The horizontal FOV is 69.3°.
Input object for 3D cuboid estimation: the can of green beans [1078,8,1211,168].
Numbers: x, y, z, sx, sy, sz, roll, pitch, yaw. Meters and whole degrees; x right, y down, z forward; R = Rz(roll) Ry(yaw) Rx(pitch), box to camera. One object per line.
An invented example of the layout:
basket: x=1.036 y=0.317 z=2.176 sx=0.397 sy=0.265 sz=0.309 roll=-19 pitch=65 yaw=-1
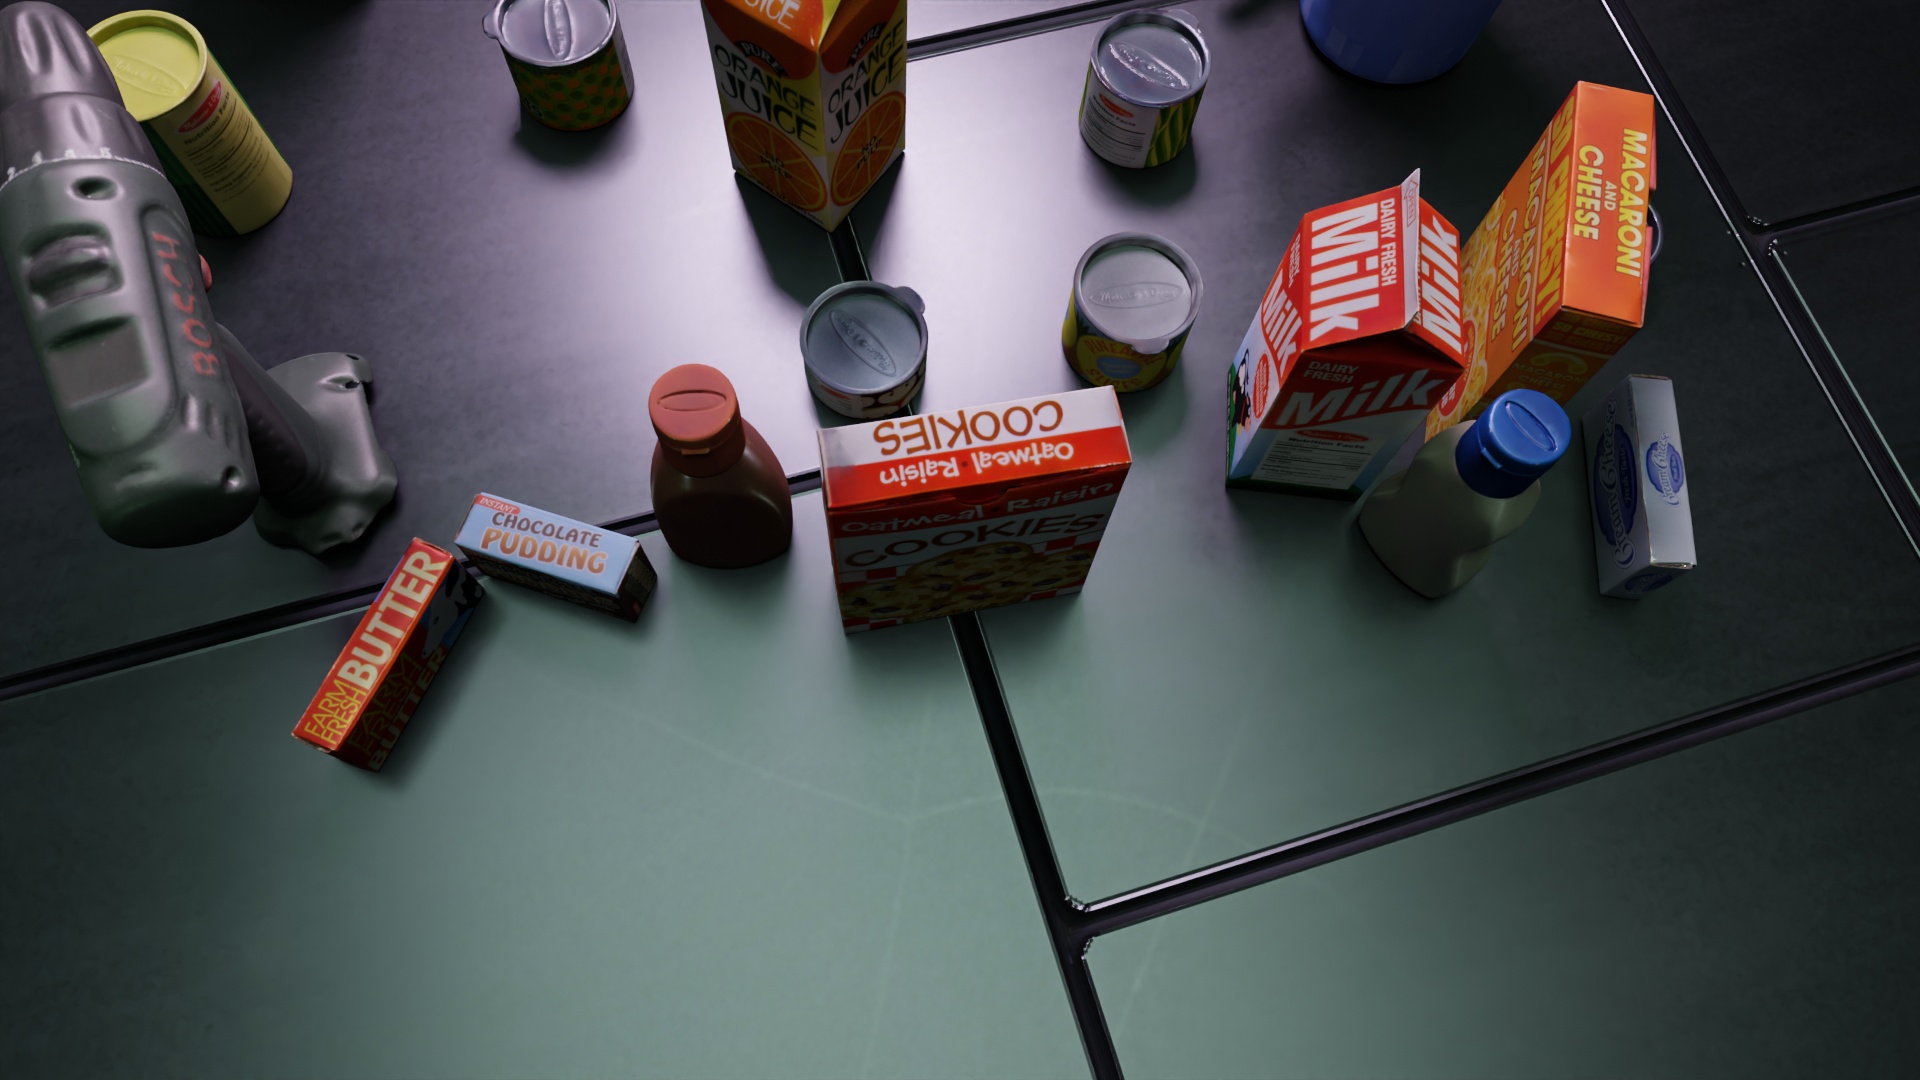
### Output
can of green beans: x=0.102 y=-0.252 z=0.779 sx=0.071 sy=0.057 sz=0.071 roll=1 pitch=69 yaw=-2

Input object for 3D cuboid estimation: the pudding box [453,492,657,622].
pudding box: x=-0.193 y=0.008 z=0.669 sx=0.084 sy=0.049 sz=0.030 roll=17 pitch=70 yaw=4

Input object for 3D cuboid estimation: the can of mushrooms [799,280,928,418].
can of mushrooms: x=-0.048 y=-0.101 z=0.726 sx=0.071 sy=0.033 sz=0.071 roll=1 pitch=69 yaw=-2

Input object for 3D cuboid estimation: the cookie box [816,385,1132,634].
cookie box: x=0.002 y=-0.008 z=0.622 sx=0.123 sy=0.167 sz=0.040 roll=-10 pitch=71 yaw=-6

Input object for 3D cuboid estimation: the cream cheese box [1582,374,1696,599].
cream cheese box: x=0.344 y=-0.027 z=0.707 sx=0.024 sy=0.053 sz=0.104 roll=4 pitch=69 yaw=-1

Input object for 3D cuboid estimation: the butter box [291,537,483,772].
butter box: x=-0.264 y=0.054 z=0.646 sx=0.024 sy=0.053 sz=0.104 roll=23 pitch=70 yaw=6

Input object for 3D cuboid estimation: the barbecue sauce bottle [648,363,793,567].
barbecue sauce bottle: x=-0.113 y=-0.031 z=0.635 sx=0.065 sy=0.148 sz=0.044 roll=-3 pitch=70 yaw=-4

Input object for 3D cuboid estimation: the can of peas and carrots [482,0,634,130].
can of peas and carrots: x=-0.221 y=-0.270 z=0.769 sx=0.071 sy=0.058 sz=0.071 roll=1 pitch=69 yaw=-2

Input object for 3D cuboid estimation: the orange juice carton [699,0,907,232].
orange juice carton: x=-0.075 y=-0.248 z=0.696 sx=0.072 sy=0.192 sz=0.073 roll=34 pitch=72 yaw=10

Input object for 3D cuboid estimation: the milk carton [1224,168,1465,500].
milk carton: x=0.180 y=-0.089 z=0.650 sx=0.073 sy=0.190 sz=0.072 roll=6 pitch=70 yaw=0

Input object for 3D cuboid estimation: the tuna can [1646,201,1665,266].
tuna can: x=0.349 y=-0.164 z=0.771 sx=0.071 sy=0.032 sz=0.071 roll=1 pitch=69 yaw=-2

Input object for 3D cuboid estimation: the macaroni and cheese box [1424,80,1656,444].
macaroni and cheese box: x=0.280 y=-0.120 z=0.679 sx=0.040 sy=0.166 sz=0.124 roll=13 pitch=70 yaw=2

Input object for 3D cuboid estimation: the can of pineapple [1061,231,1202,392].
can of pineapple: x=0.088 y=-0.117 z=0.726 sx=0.071 sy=0.057 sz=0.071 roll=1 pitch=69 yaw=-2

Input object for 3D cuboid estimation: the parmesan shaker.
parmesan shaker: x=-0.399 y=-0.208 z=0.713 sx=0.071 sy=0.102 sz=0.071 roll=1 pitch=70 yaw=-2

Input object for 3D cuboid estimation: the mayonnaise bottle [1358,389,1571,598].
mayonnaise bottle: x=0.236 y=-0.022 z=0.650 sx=0.041 sy=0.147 sz=0.065 roll=-35 pitch=75 yaw=-14
